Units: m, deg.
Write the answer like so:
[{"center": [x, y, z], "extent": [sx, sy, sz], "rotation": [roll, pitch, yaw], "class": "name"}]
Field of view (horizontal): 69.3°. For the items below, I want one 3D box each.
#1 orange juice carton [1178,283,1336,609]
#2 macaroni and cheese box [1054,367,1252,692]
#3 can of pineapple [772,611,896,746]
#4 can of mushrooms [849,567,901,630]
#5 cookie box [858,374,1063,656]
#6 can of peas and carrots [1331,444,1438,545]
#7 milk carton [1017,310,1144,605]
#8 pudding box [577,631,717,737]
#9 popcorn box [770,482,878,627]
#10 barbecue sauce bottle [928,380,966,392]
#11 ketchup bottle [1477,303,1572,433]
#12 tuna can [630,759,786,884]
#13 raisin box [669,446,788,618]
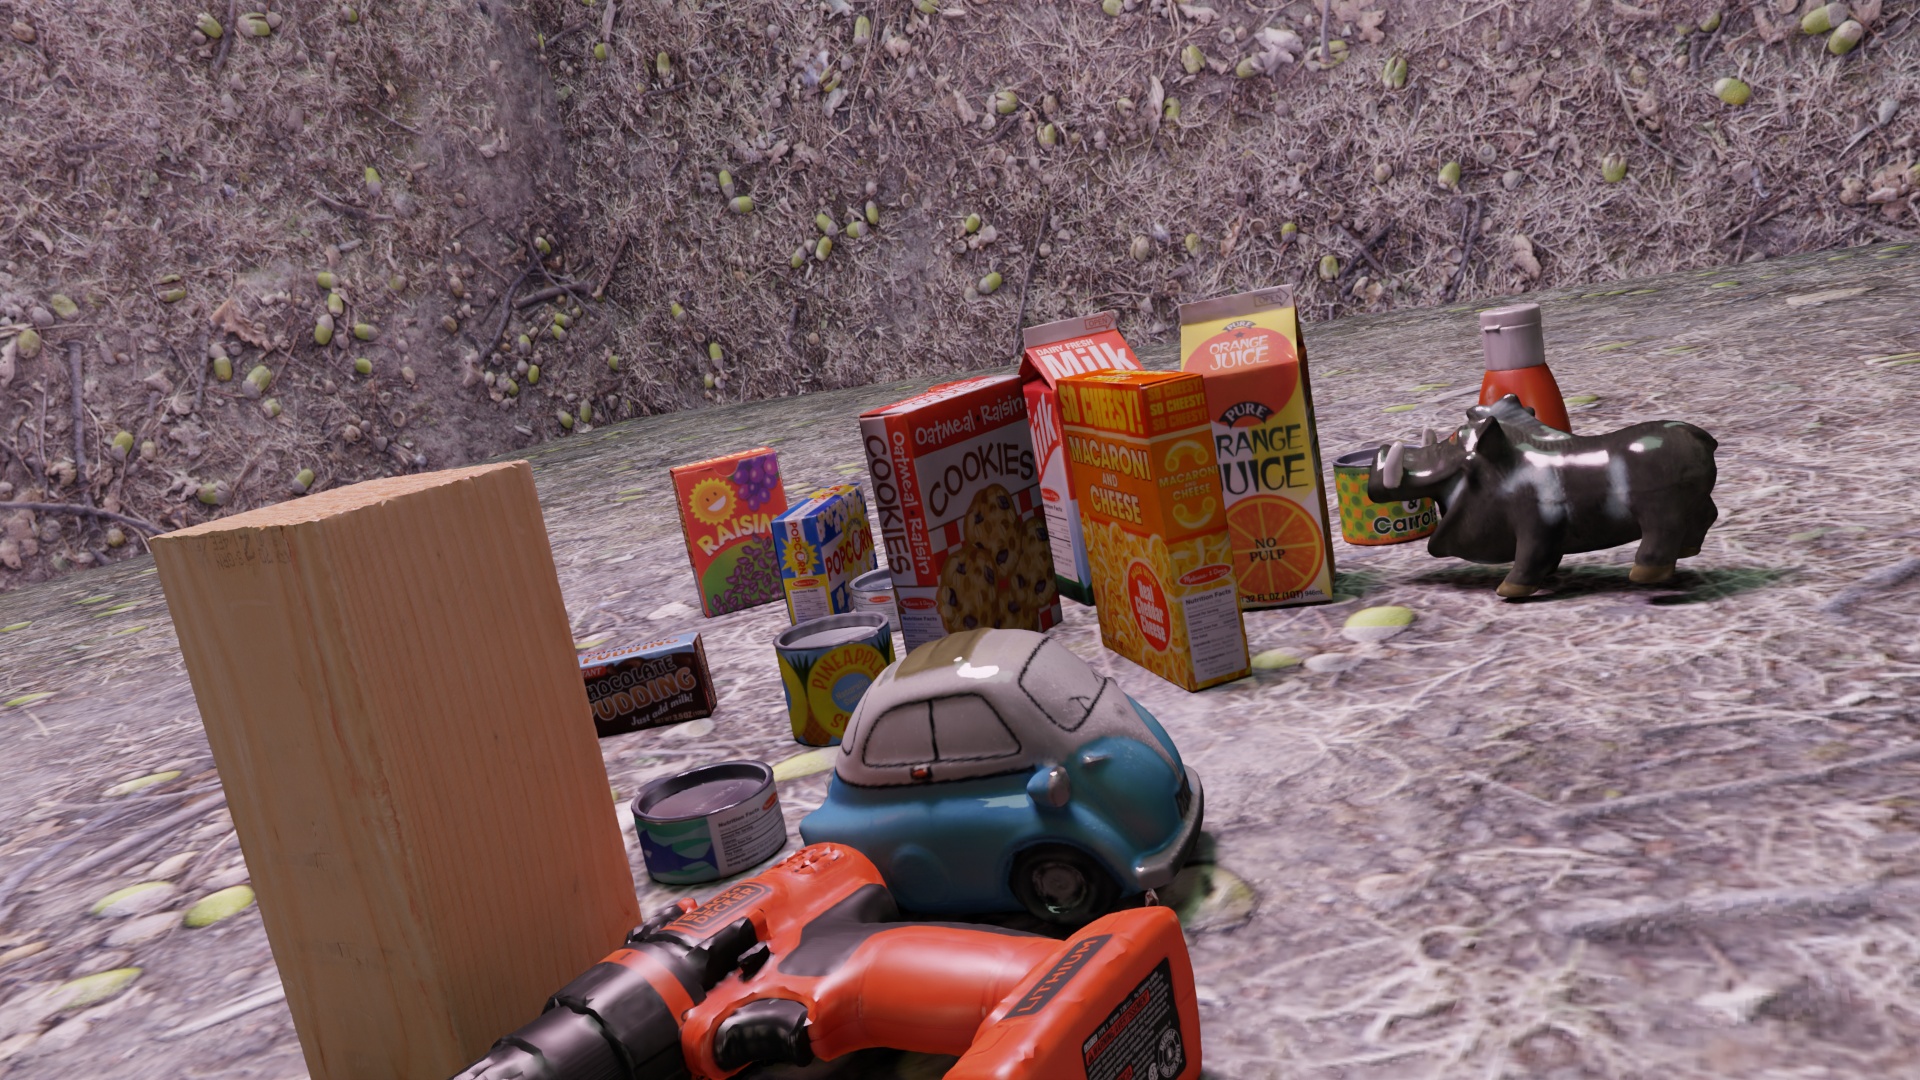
[{"center": [0.185, -0.058, 0.867], "extent": [0.072, 0.192, 0.073], "rotation": [-7, 11, 19], "class": "orange juice carton"}, {"center": [0.106, -0.012, 0.779], "extent": [0.040, 0.166, 0.124], "rotation": [-14, 11, -15], "class": "macaroni and cheese box"}, {"center": [-0.067, 0.077, 0.779], "extent": [0.071, 0.057, 0.071], "rotation": [-10, 11, 2], "class": "can of pineapple"}, {"center": [-0.043, 0.040, 1.000], "extent": [0.071, 0.033, 0.071], "rotation": [-10, 11, 2], "class": "can of mushrooms"}, {"center": [0.003, -0.011, 0.867], "extent": [0.040, 0.167, 0.123], "rotation": [-2, 14, 37], "class": "cookie box"}, {"center": [0.299, -0.032, 0.972], "extent": [0.071, 0.058, 0.071], "rotation": [-10, 11, 2], "class": "can of peas and carrots"}, {"center": [0.090, -0.059, 0.964], "extent": [0.072, 0.190, 0.073], "rotation": [-14, 11, -18], "class": "milk carton"}, {"center": [-0.198, 0.090, 0.861], "extent": [0.084, 0.049, 0.030], "rotation": [-11, 11, 0], "class": "pudding box"}, {"center": [-0.102, 0.010, 1.073], "extent": [0.038, 0.085, 0.127], "rotation": [-8, 11, 14], "class": "popcorn box"}, {"center": [0.006, -0.054, 1.121], "extent": [0.044, 0.148, 0.065], "rotation": [-11, 11, 0], "class": "barbecue sauce bottle"}, {"center": [0.364, -0.077, 0.902], "extent": [0.044, 0.148, 0.064], "rotation": [-17, 12, -28], "class": "ketchup bottle"}, {"center": [-0.117, 0.129, 0.638], "extent": [0.071, 0.032, 0.071], "rotation": [-10, 11, 2], "class": "tuna can"}, {"center": [-0.183, -0.008, 1.137], "extent": [0.086, 0.123, 0.040], "rotation": [-14, 11, -16], "class": "raisin box"}]
